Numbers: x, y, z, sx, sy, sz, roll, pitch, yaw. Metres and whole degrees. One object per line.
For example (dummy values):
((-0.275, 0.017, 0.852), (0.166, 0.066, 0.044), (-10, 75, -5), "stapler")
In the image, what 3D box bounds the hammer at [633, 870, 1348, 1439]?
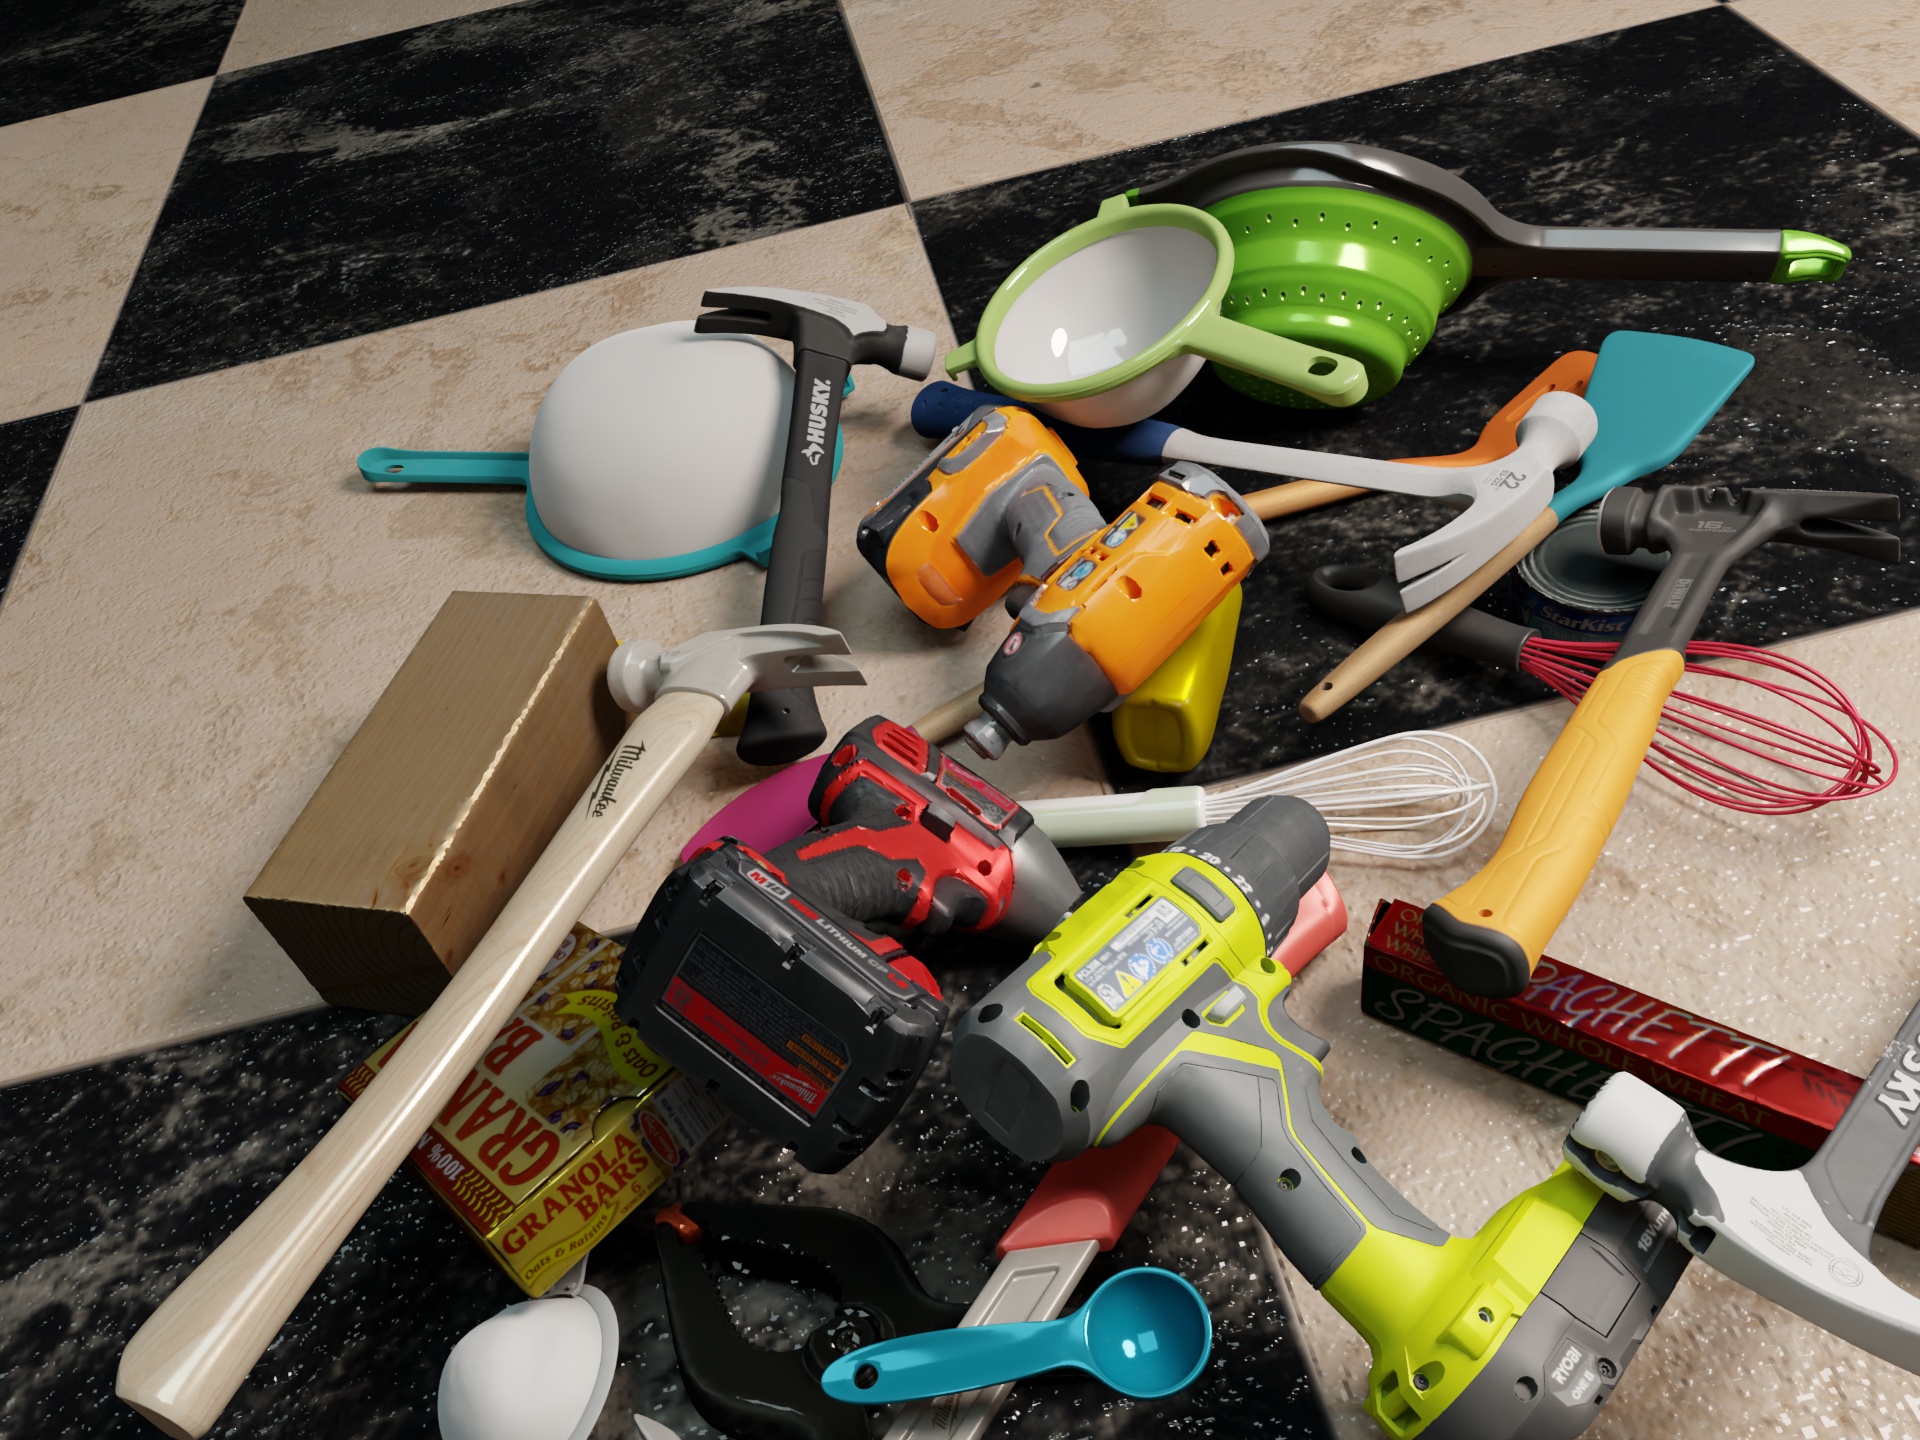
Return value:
((0.046, 0.166, 0.601), (0.149, 0.036, 0.359), (21, 46, 26), "hammer")

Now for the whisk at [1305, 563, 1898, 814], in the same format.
((0.289, -0.026, 0.759), (0.073, 0.073, 0.296), (-40, 44, -25), "whisk")

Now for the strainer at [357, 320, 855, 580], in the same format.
((-0.247, -0.192, 1.020), (0.340, 0.095, 0.211), (2, 47, 14), "strainer")

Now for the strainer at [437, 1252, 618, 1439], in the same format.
((-0.151, 0.202, 0.640), (0.087, 0.050, 0.259), (-20, 32, 30), "strainer")

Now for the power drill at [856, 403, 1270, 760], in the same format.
((0.032, -0.071, 0.794), (0.164, 0.084, 0.227), (-44, 31, -3), "power drill")

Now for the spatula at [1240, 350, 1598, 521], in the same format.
((0.215, -0.142, 0.899), (0.322, 0.041, 0.081), (-15, 29, 0), "spatula")

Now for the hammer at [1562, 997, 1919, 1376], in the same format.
((0.387, 0.083, 0.582), (0.409, 0.036, 0.149), (-31, 52, -34), "hammer")

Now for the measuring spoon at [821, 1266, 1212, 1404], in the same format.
((0.019, 0.209, 0.519), (0.128, 0.021, 0.042), (-11, 47, 6), "measuring spoon")

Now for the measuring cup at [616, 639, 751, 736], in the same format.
((-0.166, -0.035, 0.888), (0.156, 0.029, 0.062), (18, 52, 24), "measuring cup")

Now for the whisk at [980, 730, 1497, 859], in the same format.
((0.120, 0.041, 0.738), (0.246, 0.059, 0.058), (-5, 6, 14), "whisk")

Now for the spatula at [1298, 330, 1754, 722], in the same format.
((0.272, -0.098, 0.787), (0.317, 0.044, 0.082), (-37, 41, -24), "spatula")

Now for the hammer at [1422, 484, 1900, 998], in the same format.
((0.279, -0.006, 0.648), (0.127, 0.034, 0.337), (9, 39, 38), "hammer")

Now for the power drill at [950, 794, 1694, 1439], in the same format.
((0.135, 0.133, 0.566), (0.229, 0.080, 0.190), (40, 50, 20), "power drill")

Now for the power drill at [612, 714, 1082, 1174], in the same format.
((-0.029, 0.080, 0.653), (0.143, 0.078, 0.220), (36, 26, 8), "power drill")

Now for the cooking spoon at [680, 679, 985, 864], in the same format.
((-0.001, -0.003, 0.826), (0.319, 0.017, 0.069), (-30, 29, -17), "cooking spoon")

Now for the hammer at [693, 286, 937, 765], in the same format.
((-0.094, -0.120, 0.896), (0.146, 0.035, 0.335), (13, 54, -14), "hammer")

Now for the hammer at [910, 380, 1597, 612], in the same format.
((0.124, -0.148, 0.879), (0.406, 0.035, 0.144), (18, 53, 41), "hammer")

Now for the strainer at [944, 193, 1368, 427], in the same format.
((0.120, -0.192, 0.846), (0.151, 0.069, 0.257), (-46, 45, -10), "strainer")

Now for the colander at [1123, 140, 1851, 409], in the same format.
((0.285, -0.236, 0.912), (0.397, 0.204, 0.094), (6, 79, 17), "colander")

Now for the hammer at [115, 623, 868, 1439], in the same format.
((-0.183, 0.100, 0.663), (0.146, 0.038, 0.411), (-3, 41, 34), "hammer")
